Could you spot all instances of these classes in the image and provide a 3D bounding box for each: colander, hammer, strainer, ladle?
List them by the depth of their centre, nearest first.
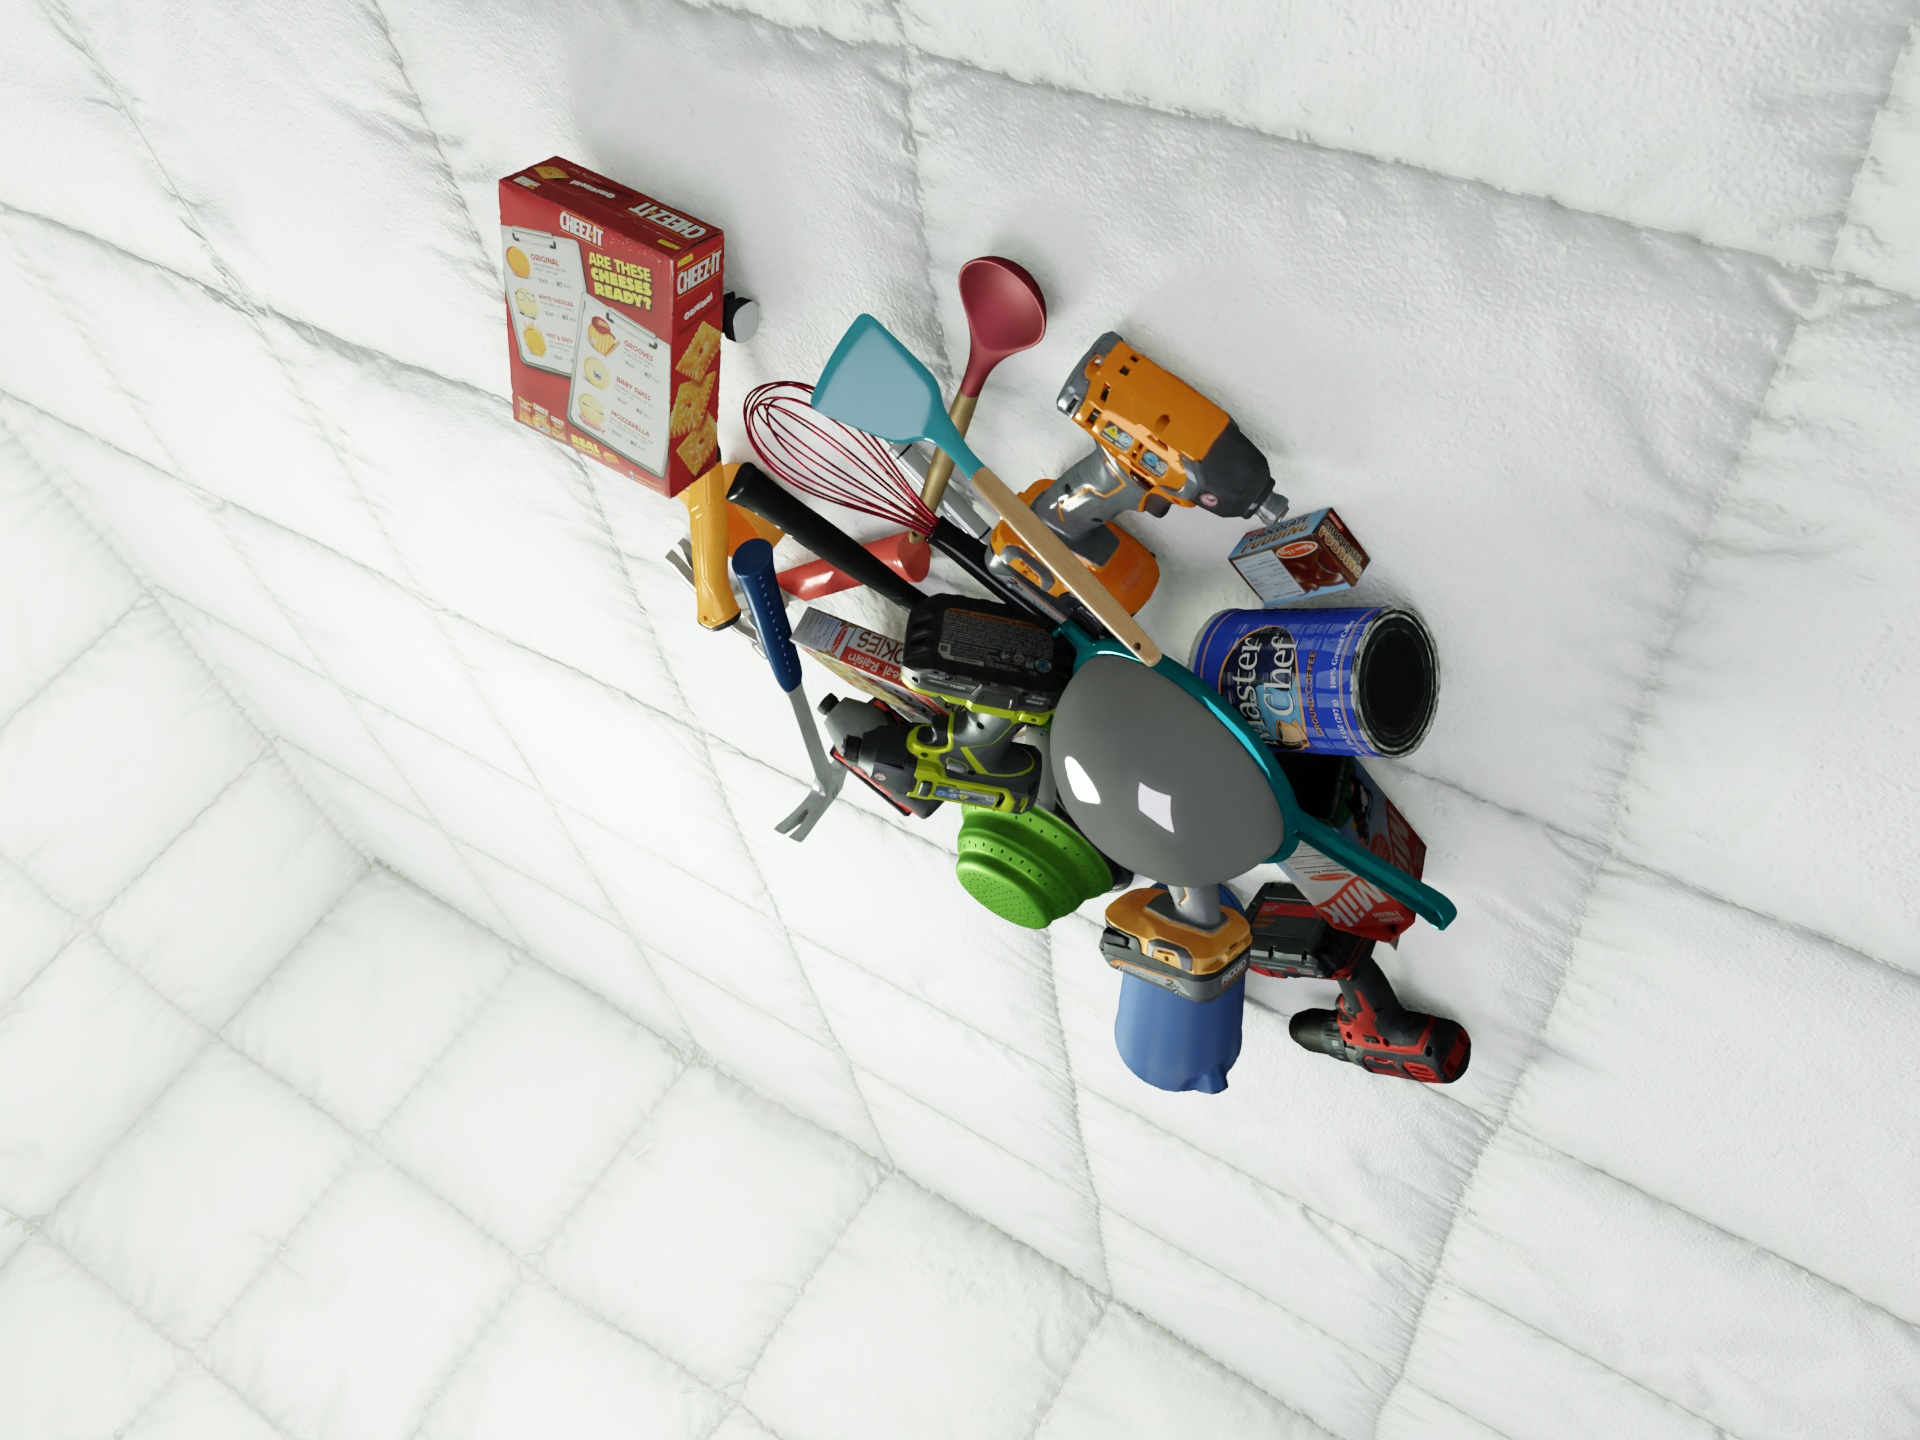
[{"bbox_3d":[0.174,0.076,1.099,0.341,0.095,0.210,33,156,40],"label":"strainer"},{"bbox_3d":[0.001,-0.218,1.136,0.069,0.031,0.315,36,149,6],"label":"ladle"},{"bbox_3d":[0.023,-0.137,1.261,0.258,0.050,0.087,45,158,-10],"label":"strainer"},{"bbox_3d":[-0.059,-0.112,1.277,0.146,0.035,0.334,13,165,46],"label":"hammer"},{"bbox_3d":[-0.221,-0.216,1.340,0.127,0.034,0.336,25,136,22],"label":"hammer"},{"bbox_3d":[-0.145,-0.135,1.469,0.149,0.037,0.359,48,152,-21],"label":"hammer"},{"bbox_3d":[0.060,0.104,1.514,0.204,0.094,0.396,28,156,15],"label":"colander"},{"bbox_3d":[-0.161,-0.026,1.521,0.035,0.144,0.405,23,153,19],"label":"hammer"}]

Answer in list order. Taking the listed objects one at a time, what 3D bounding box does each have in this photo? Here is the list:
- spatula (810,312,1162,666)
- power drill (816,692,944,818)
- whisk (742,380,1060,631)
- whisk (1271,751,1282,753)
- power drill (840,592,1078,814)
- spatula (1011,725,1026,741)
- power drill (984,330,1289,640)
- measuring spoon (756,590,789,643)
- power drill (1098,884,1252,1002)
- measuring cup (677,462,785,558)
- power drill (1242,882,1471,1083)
[{"bbox_3d":[0.021,-0.147,1.074,0.318,0.044,0.082,48,121,20],"label":"spatula"},{"bbox_3d":[-0.071,0.030,1.506,0.143,0.078,0.219,39,177,0],"label":"power drill"},{"bbox_3d":[-0.036,-0.154,1.185,0.295,0.073,0.073,34,155,-12],"label":"whisk"},{"bbox_3d":[0.228,0.048,1.310,0.055,0.055,0.239,43,149,-12],"label":"whisk"},{"bbox_3d":[-0.002,-0.004,1.297,0.171,0.080,0.223,11,147,-6],"label":"power drill"},{"bbox_3d":[0.060,0.003,1.463,0.059,0.018,0.316,42,154,-16],"label":"spatula"},{"bbox_3d":[0.118,-0.144,1.088,0.164,0.084,0.226,36,150,2],"label":"power drill"},{"bbox_3d":[-0.187,-0.096,1.525,0.034,0.018,0.124,36,155,3],"label":"measuring spoon"},{"bbox_3d":[0.158,0.103,1.324,0.185,0.084,0.226,17,123,39],"label":"power drill"},{"bbox_3d":[-0.228,-0.214,1.424,0.173,0.052,0.095,39,153,0],"label":"measuring cup"},{"bbox_3d":[0.341,0.248,1.462,0.226,0.080,0.188,47,152,-26],"label":"power drill"}]
